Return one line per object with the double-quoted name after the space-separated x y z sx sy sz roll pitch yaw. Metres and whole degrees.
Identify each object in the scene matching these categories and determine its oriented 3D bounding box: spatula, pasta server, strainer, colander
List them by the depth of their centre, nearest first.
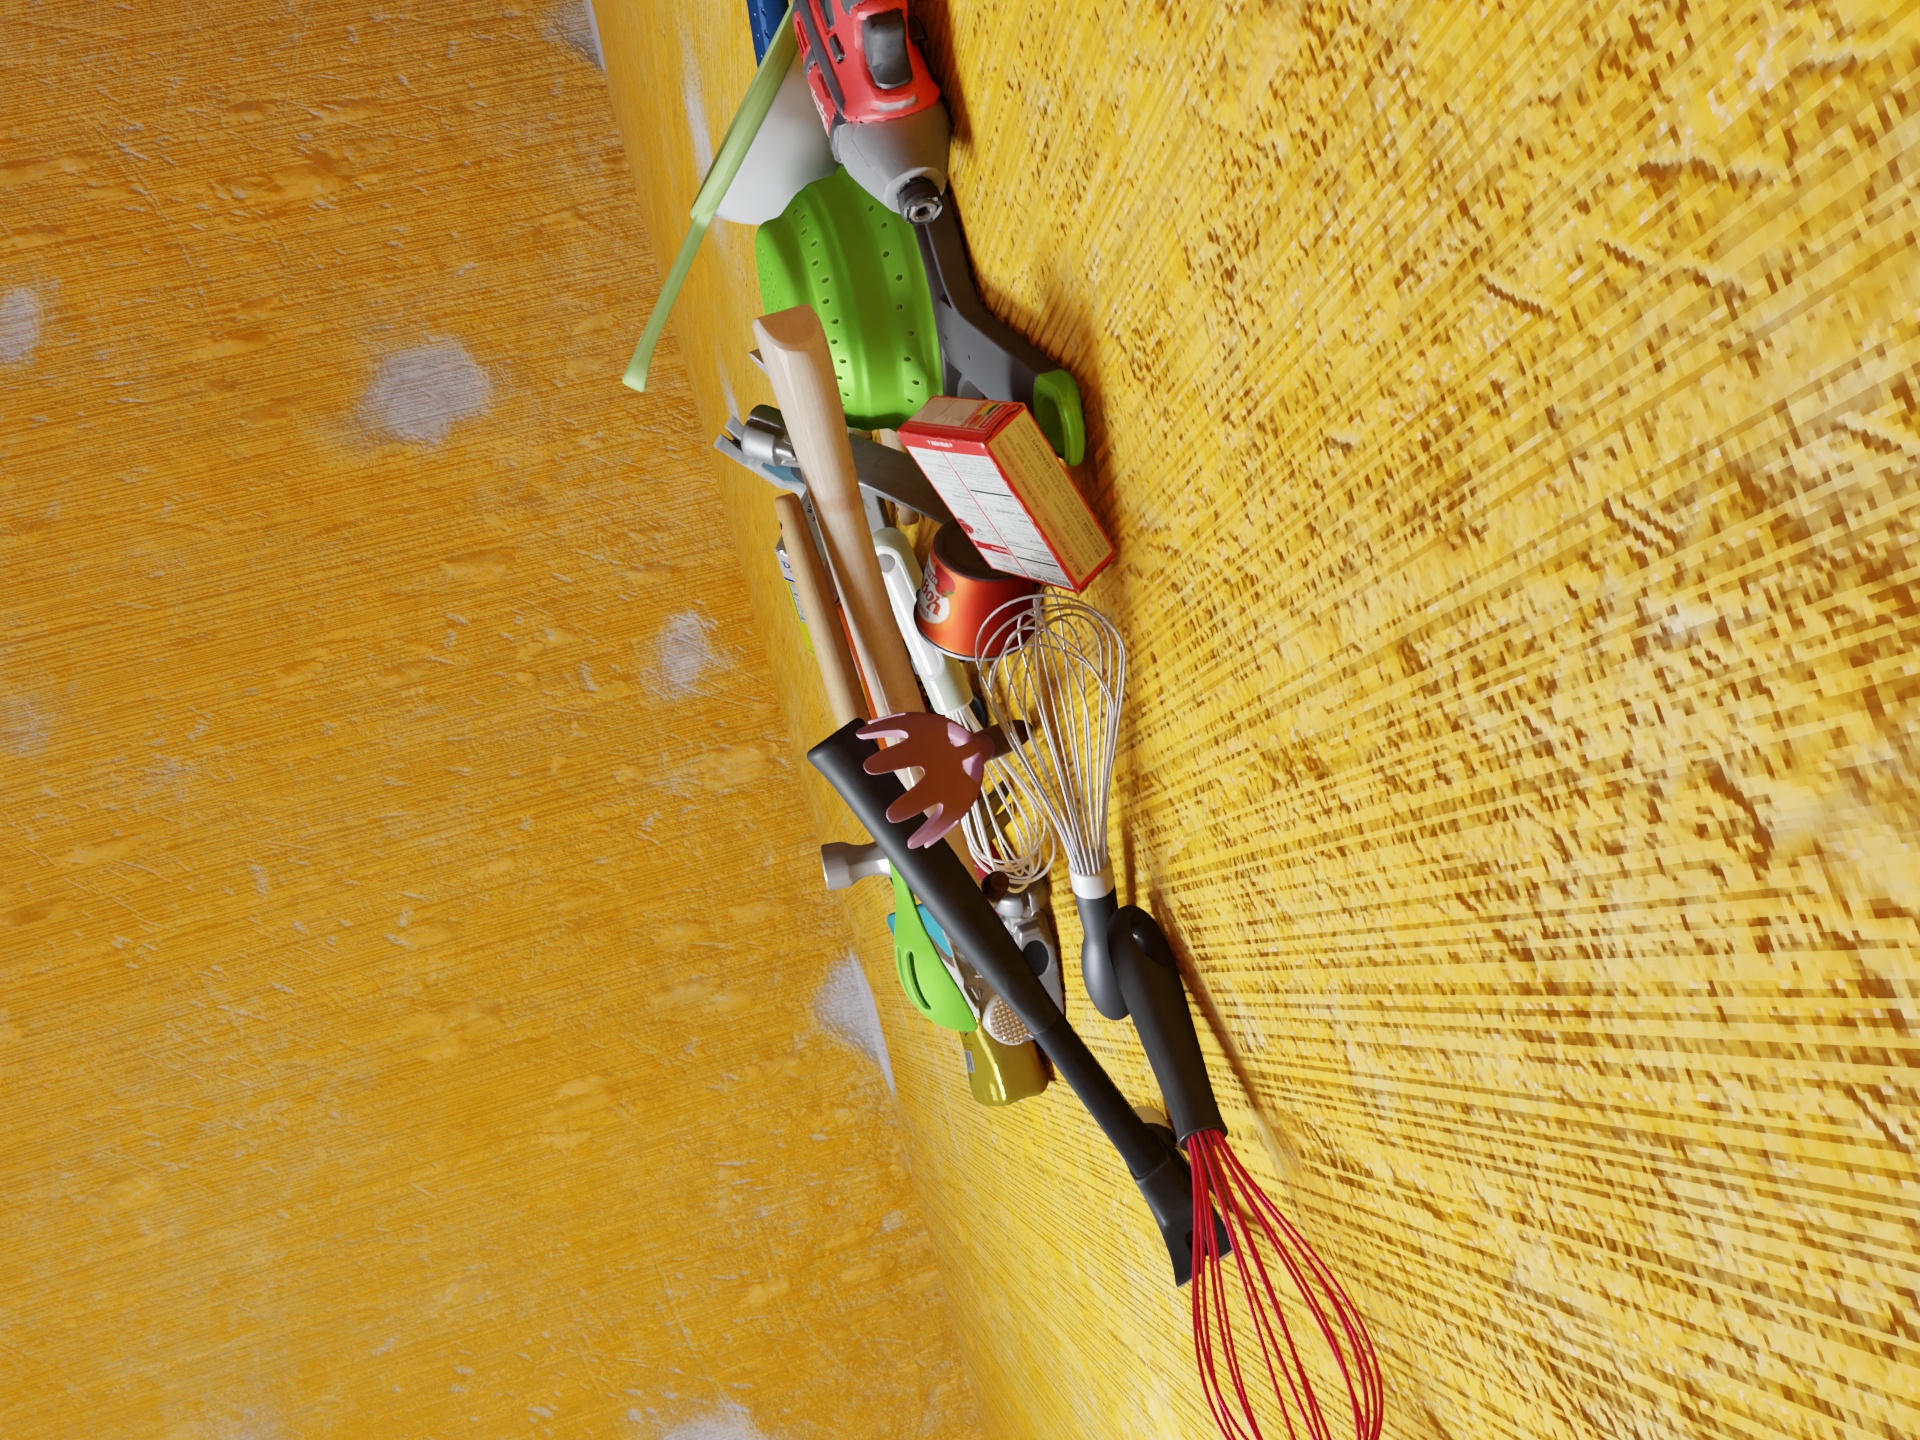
0.007 0.015 0.806 0.060 0.040 0.316 65 -171 2 "pasta server"
-0.038 -0.200 0.836 0.397 0.094 0.204 -122 20 -59 "colander"
-0.122 -0.306 0.955 0.256 0.069 0.151 -65 17 3 "strainer"
-0.003 0.137 1.064 0.082 0.044 0.317 61 167 10 "spatula"

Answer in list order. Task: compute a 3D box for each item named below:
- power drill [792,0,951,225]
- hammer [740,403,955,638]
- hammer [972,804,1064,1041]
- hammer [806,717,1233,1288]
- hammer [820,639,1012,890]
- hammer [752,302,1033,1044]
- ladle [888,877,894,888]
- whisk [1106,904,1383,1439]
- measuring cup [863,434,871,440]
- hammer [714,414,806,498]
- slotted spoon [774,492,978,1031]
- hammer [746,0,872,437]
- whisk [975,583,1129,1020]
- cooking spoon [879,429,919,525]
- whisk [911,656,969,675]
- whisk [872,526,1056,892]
-0.038 -0.334 0.709 0.219 0.078 0.143 93 160 -68 "power drill"
-0.044 -0.109 1.054 0.359 0.149 0.037 77 -145 -79 "hammer"
-0.004 0.072 1.213 0.387 0.038 0.143 -120 16 -54 "hammer"
0.031 0.134 0.773 0.334 0.035 0.146 55 -179 -19 "hammer"
-0.040 0.013 1.171 0.332 0.130 0.031 -101 1 -60 "hammer"
-0.042 -0.023 0.884 0.146 0.038 0.410 29 138 67 "hammer"
-0.045 0.100 1.247 0.320 0.062 0.078 54 -134 -83 "ladle"
0.115 0.204 0.709 0.073 0.073 0.296 87 170 -49 "whisk"
-0.106 -0.286 1.253 0.062 0.029 0.156 170 82 -80 "measuring cup"
-0.128 -0.212 1.362 0.128 0.033 0.331 31 179 -23 "hammer"
-0.050 0.030 0.862 0.070 0.031 0.313 13 121 69 "slotted spoon"
-0.126 -0.405 1.113 0.144 0.035 0.405 38 143 45 "hammer"
0.063 0.053 0.797 0.070 0.070 0.284 -118 11 -52 "whisk"
-0.064 -0.285 1.068 0.069 0.017 0.318 -143 39 -63 "cooking spoon"
-0.015 -0.052 1.084 0.239 0.055 0.055 128 127 -83 "whisk"
-0.002 -0.003 0.953 0.246 0.058 0.059 67 -149 -21 "whisk"
